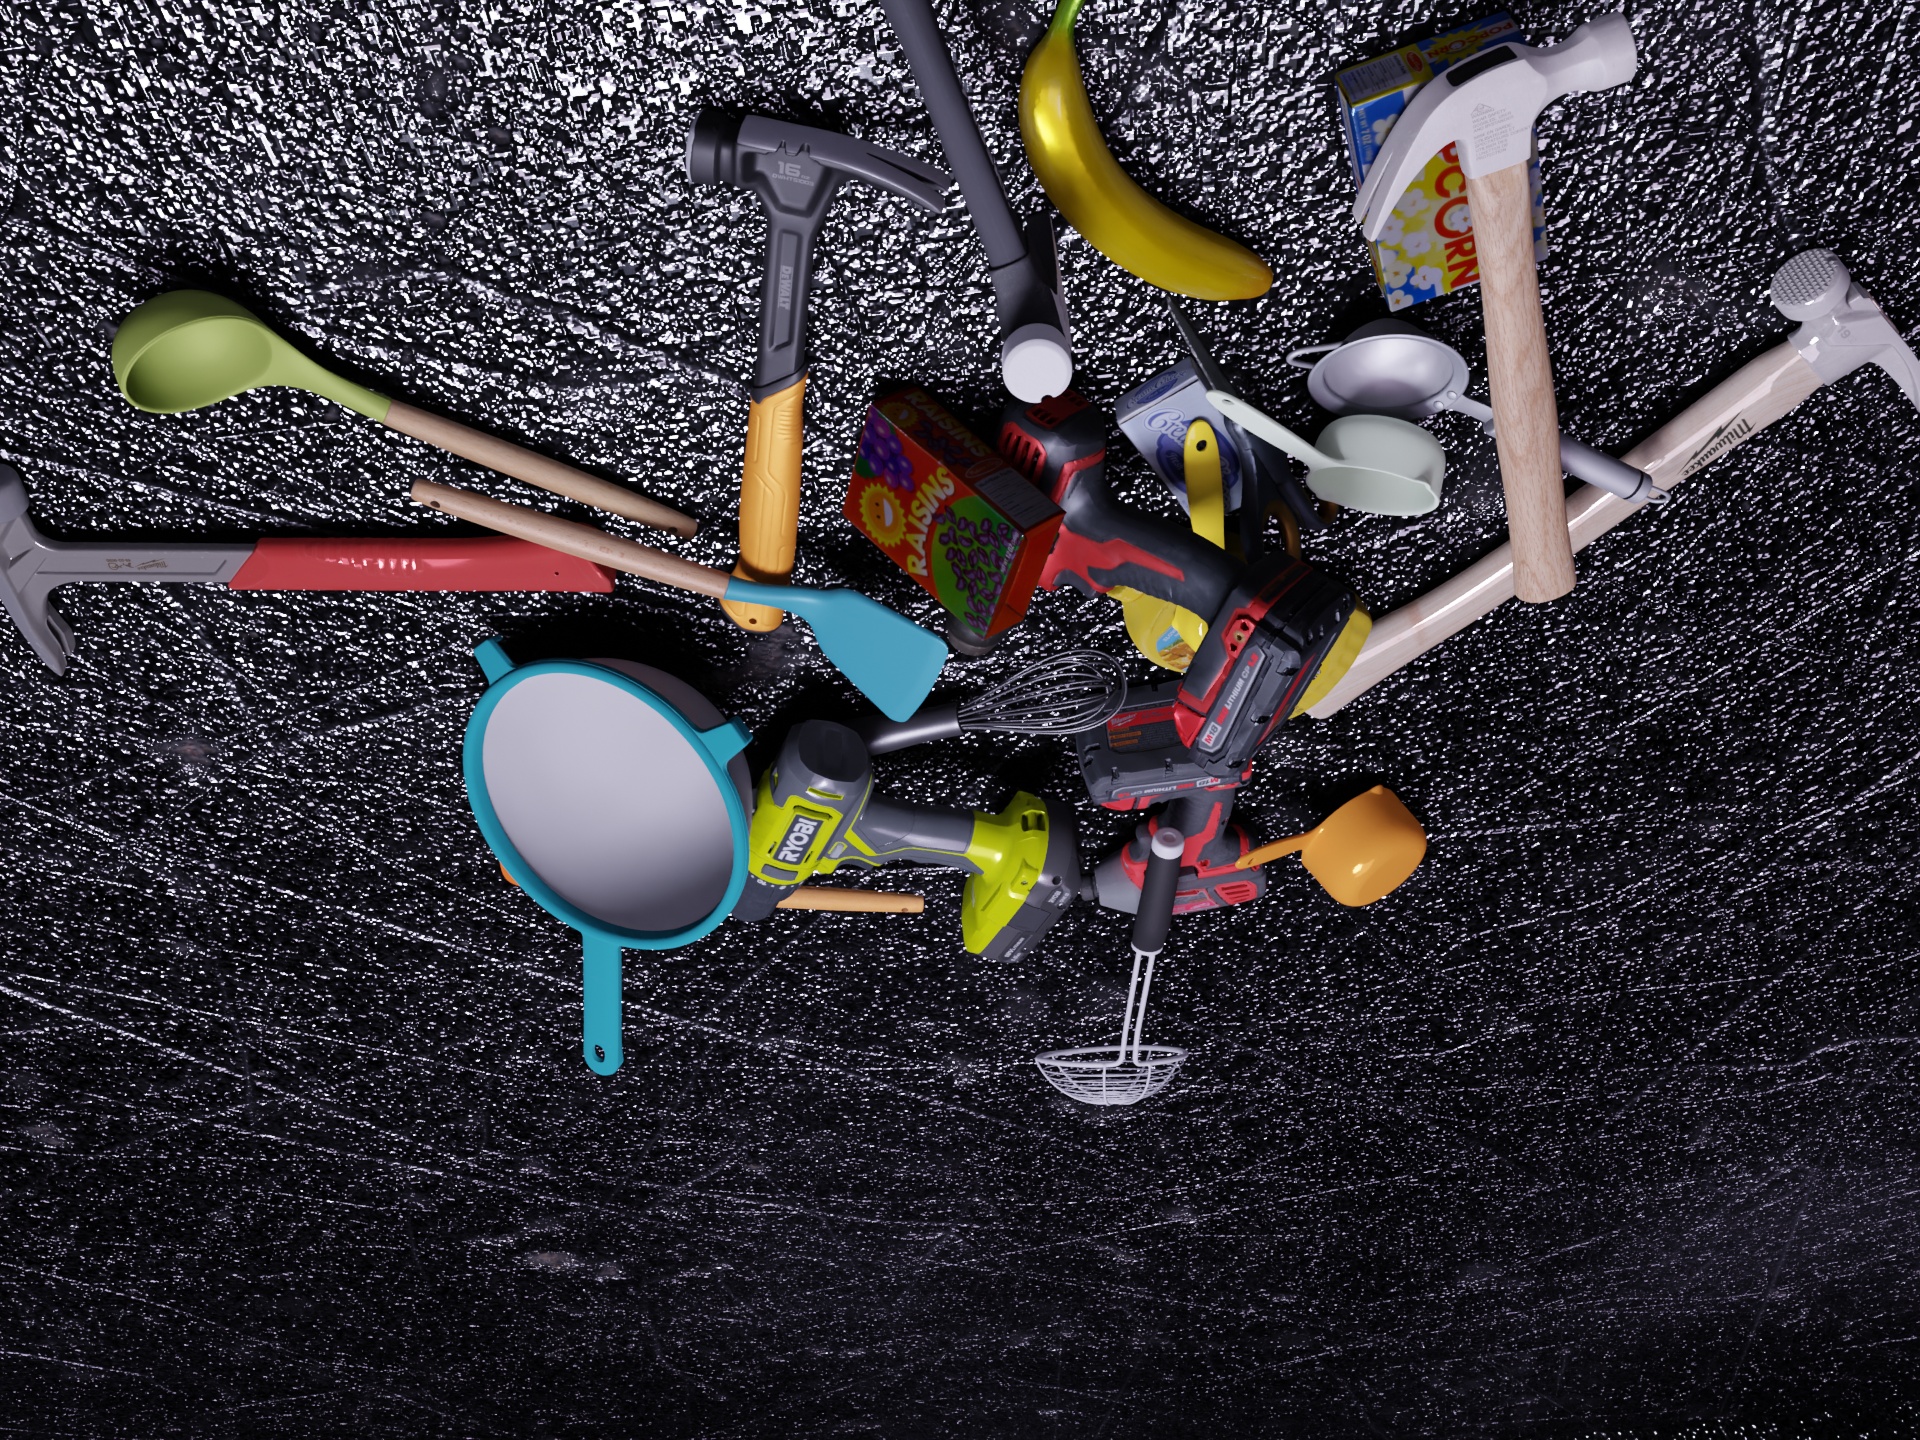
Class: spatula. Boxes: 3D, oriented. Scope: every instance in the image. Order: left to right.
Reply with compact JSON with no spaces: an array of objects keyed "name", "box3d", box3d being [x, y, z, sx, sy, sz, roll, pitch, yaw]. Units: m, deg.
[{"name":"spatula","box3d":[-0.164,-0.080,0.933,0.317,0.044,0.082,17,140,-15]},{"name":"spatula","box3d":[-0.188,0.122,1.203,0.322,0.041,0.081,4,138,-8]}]

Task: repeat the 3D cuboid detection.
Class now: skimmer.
[{"name":"skimmer","box3d":[0.133,0.190,1.242,0.127,0.090,0.363,-2,134,-5]}]

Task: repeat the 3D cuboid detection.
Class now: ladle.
[{"name":"ladle","box3d":[-0.293,-0.152,0.880,0.320,0.062,0.078,20,141,-29]}]

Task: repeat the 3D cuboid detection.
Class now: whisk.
[{"name":"whisk","box3d":[-0.002,-0.004,1.085,0.239,0.055,0.055,-12,139,15]}]

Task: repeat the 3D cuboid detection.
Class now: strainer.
[{"name":"strainer","box3d":[-0.223,0.093,1.086,0.211,0.095,0.340,18,123,15]},{"name":"strainer","box3d":[0.297,-0.173,0.898,0.258,0.050,0.087,21,157,-16]}]

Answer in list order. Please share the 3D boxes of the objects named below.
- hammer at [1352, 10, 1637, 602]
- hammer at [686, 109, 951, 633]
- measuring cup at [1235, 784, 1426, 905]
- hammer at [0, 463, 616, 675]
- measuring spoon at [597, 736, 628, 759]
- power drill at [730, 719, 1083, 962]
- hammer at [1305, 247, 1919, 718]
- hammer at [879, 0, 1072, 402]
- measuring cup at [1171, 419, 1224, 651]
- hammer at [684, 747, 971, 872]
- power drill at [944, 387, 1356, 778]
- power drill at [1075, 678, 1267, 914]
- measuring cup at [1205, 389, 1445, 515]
[{"name":"hammer","box3d":[0.289,-0.188,0.831,0.130,0.031,0.331,-17,132,10]},{"name":"hammer","box3d":[-0.094,-0.170,0.885,0.127,0.034,0.336,12,139,-3]},{"name":"measuring cup","box3d":[0.275,0.105,1.173,0.173,0.052,0.095,-10,139,-38]},{"name":"hammer","box3d":[-0.390,-0.087,0.958,0.359,0.037,0.149,0,139,-5]},{"name":"measuring spoon","box3d":[-0.208,0.040,1.138,0.116,0.011,0.021,28,129,-32]},{"name":"power drill","box3d":[-0.047,0.098,1.122,0.228,0.080,0.190,16,135,-17]},{"name":"hammer","box3d":[0.386,-0.116,1.000,0.146,0.038,0.410,27,130,-33]},{"name":"hammer","box3d":[-0.022,-0.312,0.694,0.035,0.146,0.334,-18,126,14]},{"name":"measuring cup","box3d":[0.152,-0.101,0.933,0.062,0.029,0.156,-18,125,-6]},{"name":"hammer","box3d":[-0.056,0.080,1.181,0.330,0.033,0.128,21,133,-27]},{"name":"power drill","box3d":[0.092,-0.066,0.923,0.227,0.080,0.187,37,136,16]},{"name":"power drill","box3d":[0.148,0.070,1.161,0.143,0.079,0.219,-9,141,6]},{"name":"measuring cup","box3d":[0.204,-0.162,0.891,0.167,0.038,0.083,22,170,-30]}]
